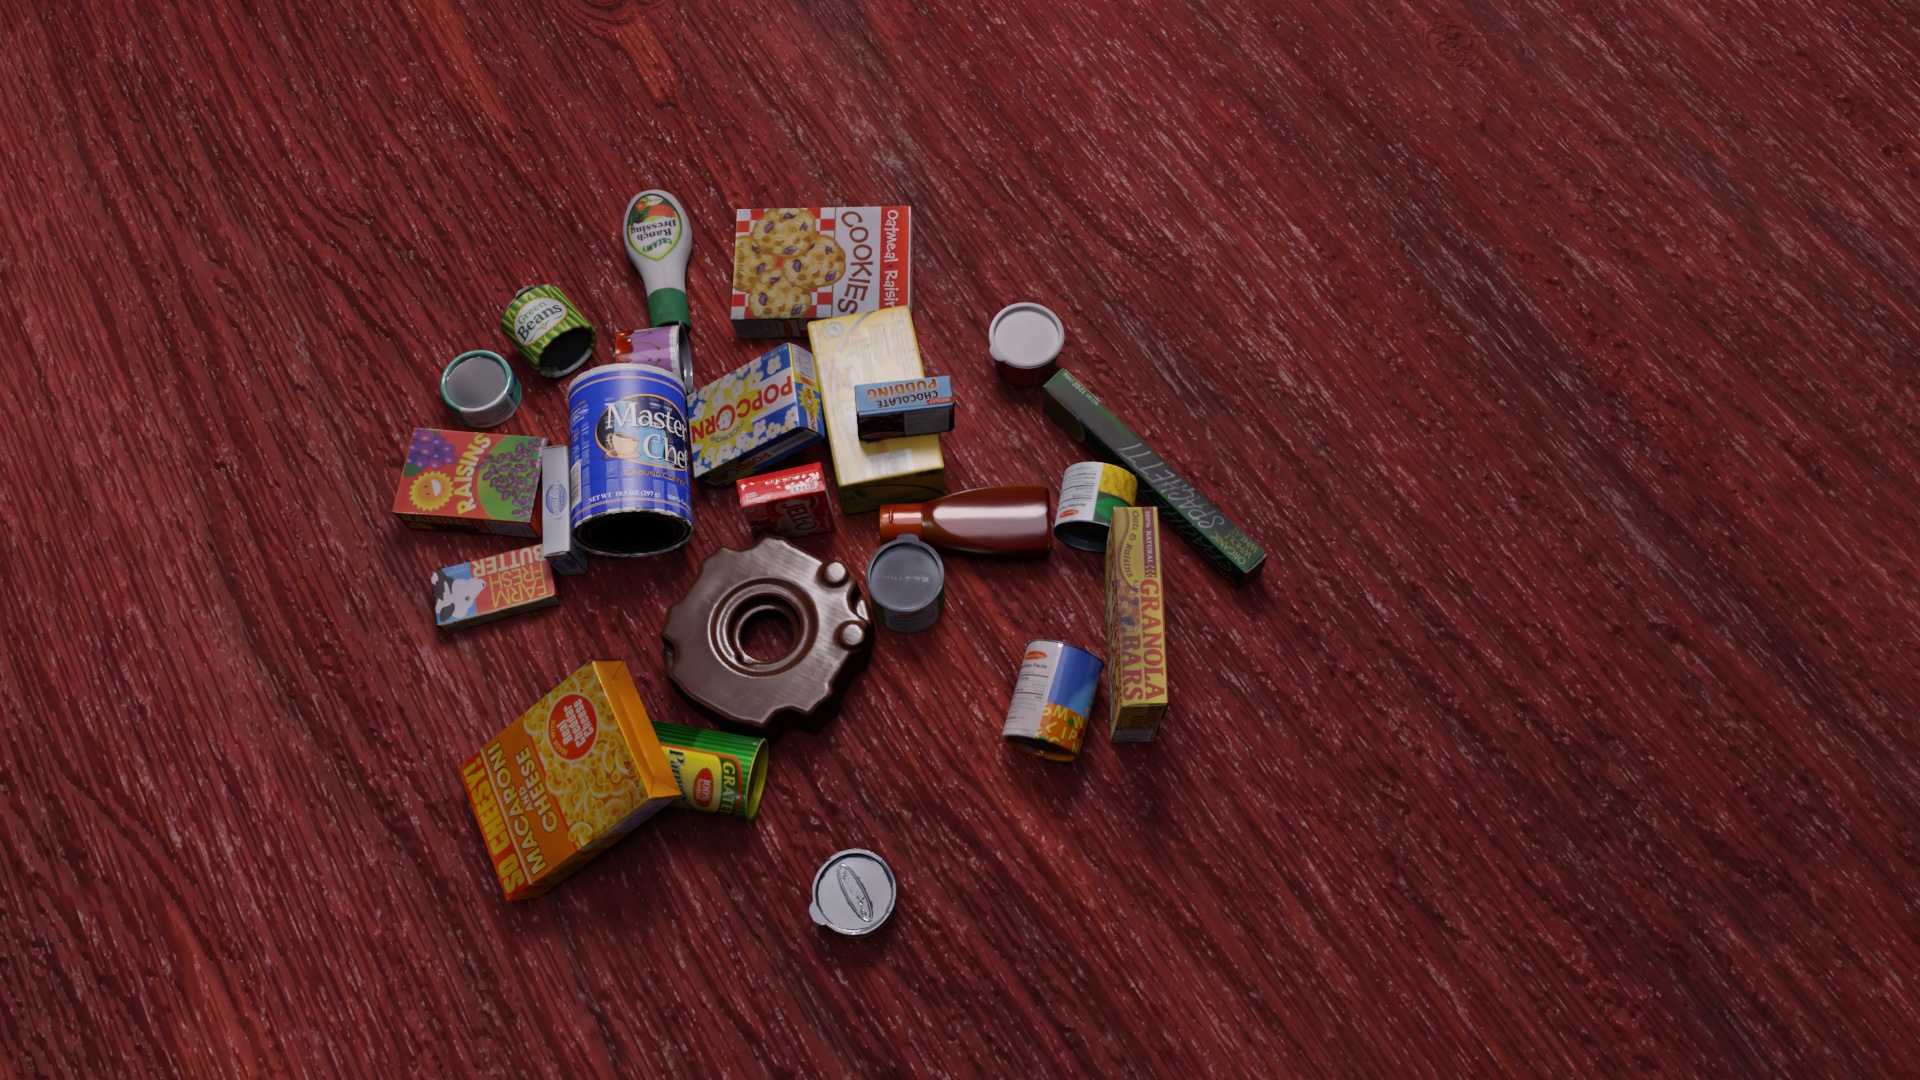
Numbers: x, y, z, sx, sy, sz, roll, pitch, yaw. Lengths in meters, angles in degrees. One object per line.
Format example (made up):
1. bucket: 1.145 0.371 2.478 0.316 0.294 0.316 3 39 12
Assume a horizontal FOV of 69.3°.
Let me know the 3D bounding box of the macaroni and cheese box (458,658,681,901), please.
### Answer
1. macaroni and cheese box: -0.310 0.189 1.093 0.166 0.040 0.124 -37 68 20

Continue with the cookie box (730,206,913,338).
1. cookie box: -0.128 -0.254 1.317 0.167 0.040 0.123 -1 68 1

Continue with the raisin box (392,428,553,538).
1. raisin box: -0.430 -0.052 1.237 0.123 0.040 0.086 4 69 1

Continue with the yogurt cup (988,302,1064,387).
1. yogurt cup: 0.060 -0.176 1.275 0.072 0.053 0.072 0 68 0

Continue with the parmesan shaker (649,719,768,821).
1. parmesan shaker: -0.214 0.187 1.123 0.103 0.071 0.071 8 68 5

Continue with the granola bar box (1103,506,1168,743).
1. granola bar box: 0.142 0.071 1.134 0.039 0.123 0.166 -1 68 2

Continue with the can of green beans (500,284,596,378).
1. can of green beans: -0.378 -0.192 1.279 0.071 0.071 0.058 -39 73 -14

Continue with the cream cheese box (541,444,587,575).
1. cream cheese box: -0.347 -0.026 1.217 0.024 0.053 0.104 -8 68 1

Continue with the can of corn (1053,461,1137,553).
1. can of corn: 0.120 -0.028 1.208 0.071 0.071 0.058 10 68 5

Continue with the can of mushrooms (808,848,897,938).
1. can of mushrooms: -0.085 0.281 1.098 0.071 0.033 0.071 0 68 0

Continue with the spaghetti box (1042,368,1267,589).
1. spaghetti box: 0.168 -0.055 1.226 0.029 0.050 0.250 -42 73 -13

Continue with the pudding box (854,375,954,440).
1. pudding box: -0.048 -0.112 1.179 0.084 0.049 0.030 -7 67 -4

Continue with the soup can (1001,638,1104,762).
1. soup can: 0.078 0.133 1.142 0.071 0.071 0.084 15 70 7

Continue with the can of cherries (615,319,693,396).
1. can of cherries: -0.279 -0.163 1.267 0.058 0.071 0.072 -7 68 -1

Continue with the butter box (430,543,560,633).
1. butter box: -0.403 0.041 1.206 0.103 0.024 0.053 -15 69 -5

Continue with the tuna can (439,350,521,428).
1. tuna can: -0.442 -0.142 1.277 0.071 0.032 0.071 0 68 0

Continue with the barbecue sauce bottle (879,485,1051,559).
1. barbecue sauce bottle: 0.004 -0.015 1.215 0.149 0.043 0.065 -1 68 1

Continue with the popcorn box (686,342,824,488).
1. popcorn box: -0.181 -0.109 1.225 0.126 0.038 0.085 -23 65 29

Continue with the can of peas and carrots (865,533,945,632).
1. can of peas and carrots: -0.046 0.037 1.185 0.071 0.058 0.071 0 67 0

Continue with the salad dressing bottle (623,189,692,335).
1. salad dressing bottle: -0.283 -0.261 1.319 0.064 0.044 0.148 -12 68 -3
